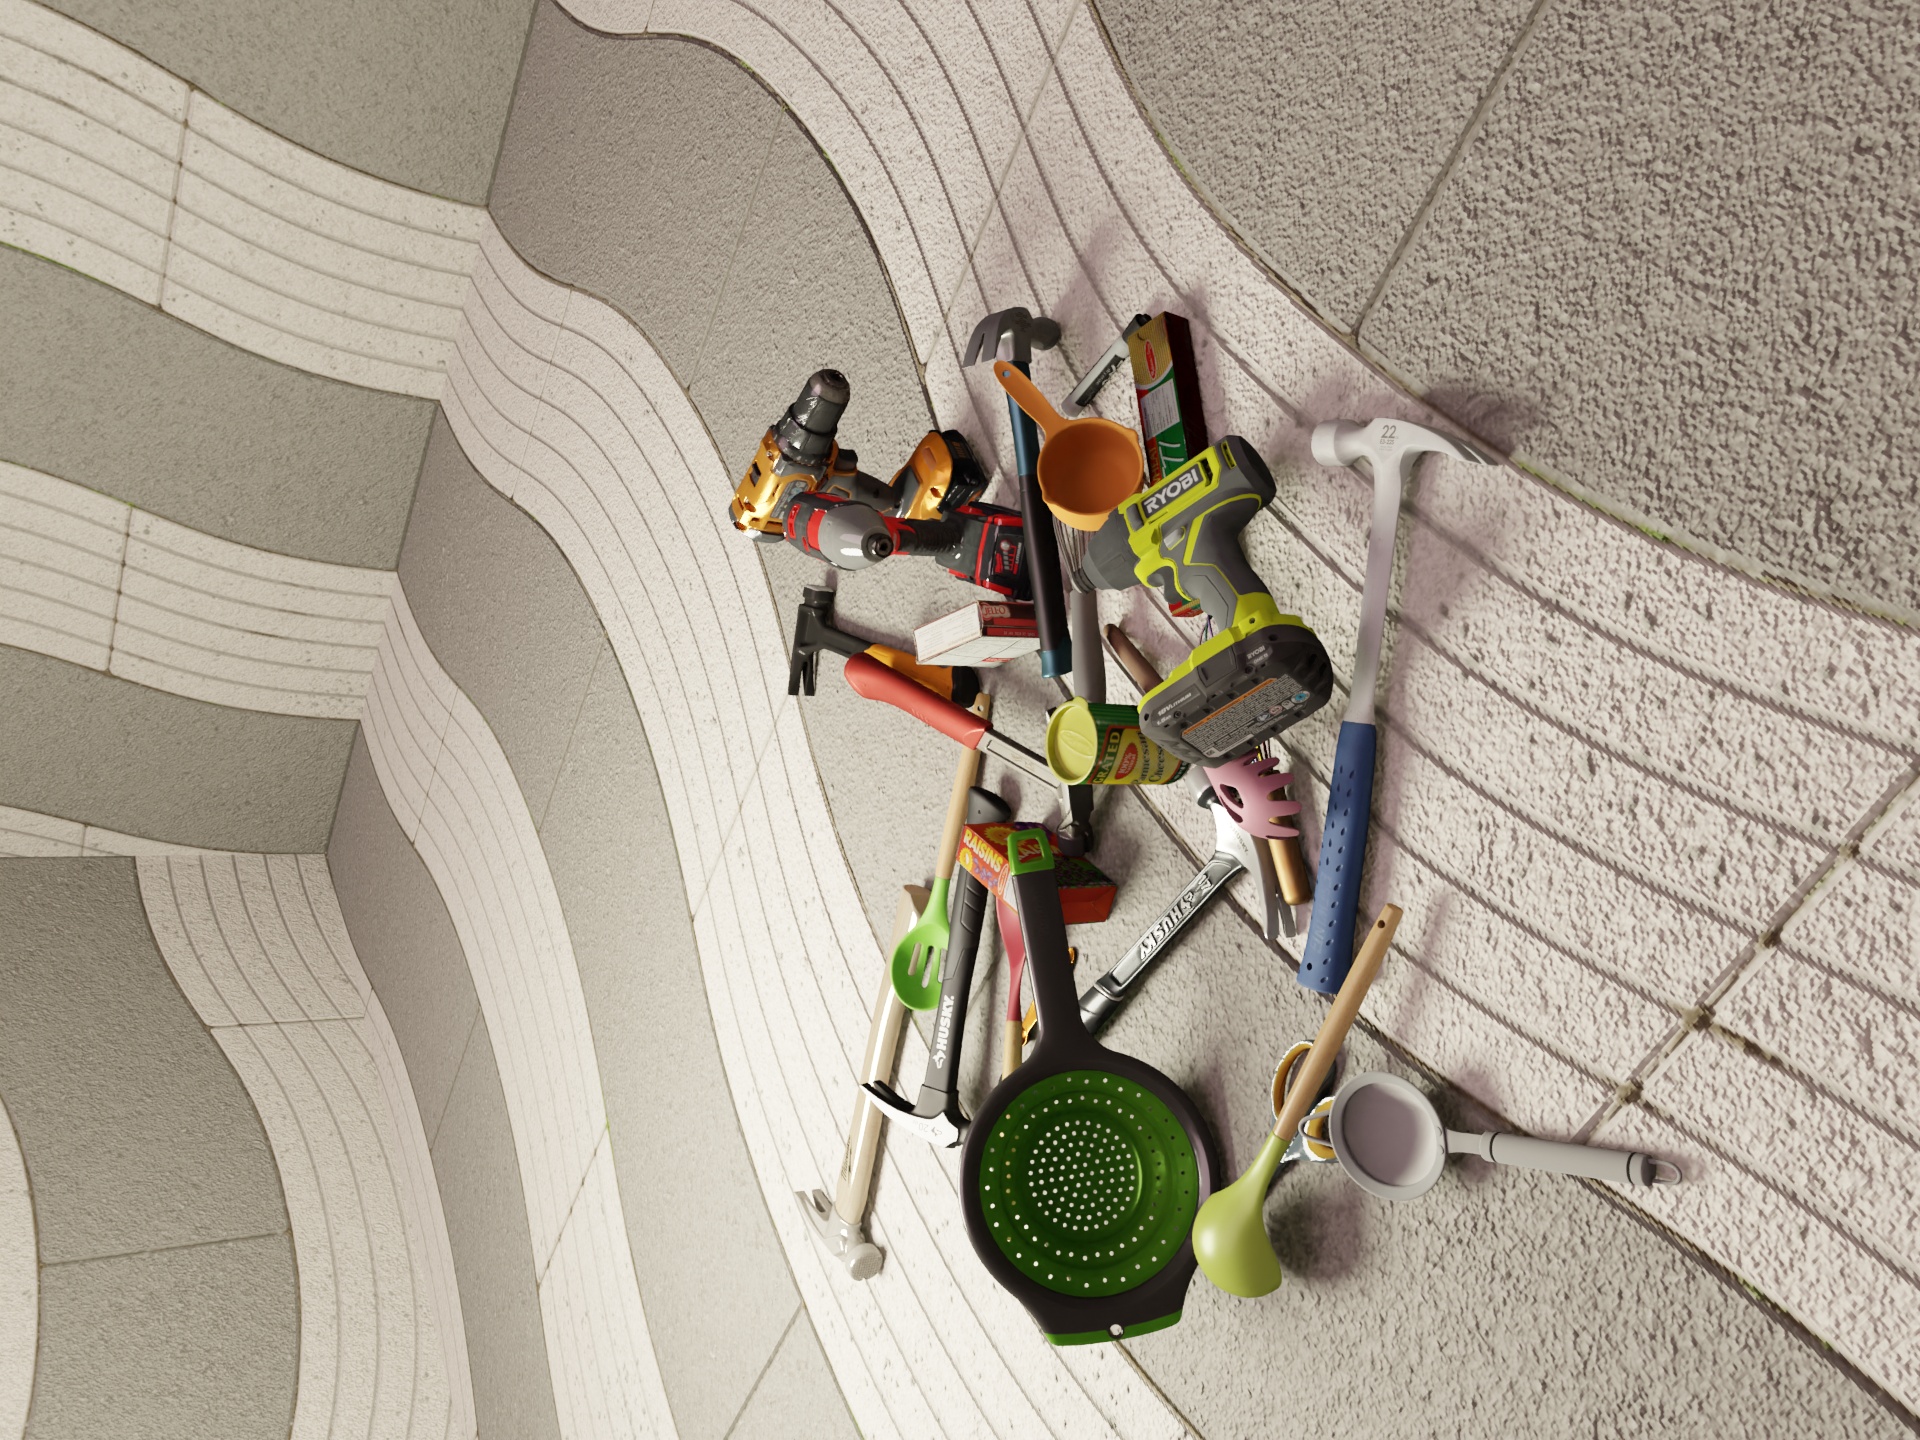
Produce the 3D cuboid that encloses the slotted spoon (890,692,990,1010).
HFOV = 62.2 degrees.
[{"bbox_3d":[-0.009,0.127,1.536,0.031,0.070,0.314,-25,-53,-79],"label":"slotted spoon"}]

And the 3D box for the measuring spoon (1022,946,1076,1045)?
[{"bbox_3d":[0.078,0.248,1.426,0.021,0.011,0.117,55,127,44],"label":"measuring spoon"}]

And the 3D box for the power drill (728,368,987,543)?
[{"bbox_3d":[-0.087,-0.242,1.507,0.185,0.226,0.084,-55,46,38],"label":"power drill"}]

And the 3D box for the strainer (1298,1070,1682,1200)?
[{"bbox_3d":[0.336,0.273,1.021,0.258,0.050,0.087,-6,89,50],"label":"strainer"}]

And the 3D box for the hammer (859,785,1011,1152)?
[{"bbox_3d":[-0.005,0.228,1.495,0.146,0.035,0.335,10,92,30],"label":"hammer"}]

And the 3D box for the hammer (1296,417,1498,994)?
[{"bbox_3d":[0.285,-0.009,1.117,0.144,0.035,0.405,13,99,55],"label":"hammer"}]

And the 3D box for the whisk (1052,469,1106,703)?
[{"bbox_3d":[0.108,-0.108,1.356,0.055,0.055,0.239,-23,65,53],"label":"whisk"}]

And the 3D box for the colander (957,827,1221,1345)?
[{"bbox_3d":[0.086,0.288,1.288,0.094,0.204,0.397,88,173,-78],"label":"colander"}]

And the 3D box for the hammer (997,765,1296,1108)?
[{"bbox_3d":[0.136,0.218,1.321,0.408,0.036,0.149,-57,46,37],"label":"hammer"}]

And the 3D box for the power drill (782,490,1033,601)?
[{"bbox_3d":[-0.036,-0.161,1.432,0.143,0.219,0.078,26,109,54],"label":"power drill"}]

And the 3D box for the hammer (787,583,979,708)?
[{"bbox_3d":[-0.086,-0.056,1.662,0.337,0.034,0.127,22,105,54],"label":"hammer"}]

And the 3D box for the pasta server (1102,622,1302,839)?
[{"bbox_3d":[0.177,-0.003,1.239,0.317,0.040,0.060,-119,22,-57],"label":"pasta server"}]

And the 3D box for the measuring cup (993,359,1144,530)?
[{"bbox_3d":[0.085,-0.233,1.337,0.095,0.052,0.174,-38,71,-2],"label":"measuring cup"}]

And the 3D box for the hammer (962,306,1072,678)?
[{"bbox_3d":[0.066,-0.202,1.405,0.033,0.128,0.331,-10,88,34],"label":"hammer"}]

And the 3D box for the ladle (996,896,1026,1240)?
[{"bbox_3d":[0.046,0.290,1.395,0.069,0.031,0.316,138,137,-66],"label":"ladle"}]

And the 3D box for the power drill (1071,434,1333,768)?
[{"bbox_3d":[0.172,-0.084,1.171,0.171,0.080,0.223,-33,48,25],"label":"power drill"}]

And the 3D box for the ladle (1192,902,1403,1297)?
[{"bbox_3d":[0.247,0.272,1.130,0.078,0.062,0.320,38,111,47],"label":"ladle"}]

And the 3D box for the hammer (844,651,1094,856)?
[{"bbox_3d":[-0.002,-0.005,1.469,0.359,0.036,0.149,30,138,49],"label":"hammer"}]

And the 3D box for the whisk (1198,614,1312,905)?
[{"bbox_3d":[0.227,0.019,1.203,0.047,0.051,0.245,127,132,-69],"label":"whisk"}]

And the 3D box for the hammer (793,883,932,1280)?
[{"bbox_3d":[-0.092,0.360,1.642,0.146,0.038,0.410,32,113,53],"label":"hammer"}]
